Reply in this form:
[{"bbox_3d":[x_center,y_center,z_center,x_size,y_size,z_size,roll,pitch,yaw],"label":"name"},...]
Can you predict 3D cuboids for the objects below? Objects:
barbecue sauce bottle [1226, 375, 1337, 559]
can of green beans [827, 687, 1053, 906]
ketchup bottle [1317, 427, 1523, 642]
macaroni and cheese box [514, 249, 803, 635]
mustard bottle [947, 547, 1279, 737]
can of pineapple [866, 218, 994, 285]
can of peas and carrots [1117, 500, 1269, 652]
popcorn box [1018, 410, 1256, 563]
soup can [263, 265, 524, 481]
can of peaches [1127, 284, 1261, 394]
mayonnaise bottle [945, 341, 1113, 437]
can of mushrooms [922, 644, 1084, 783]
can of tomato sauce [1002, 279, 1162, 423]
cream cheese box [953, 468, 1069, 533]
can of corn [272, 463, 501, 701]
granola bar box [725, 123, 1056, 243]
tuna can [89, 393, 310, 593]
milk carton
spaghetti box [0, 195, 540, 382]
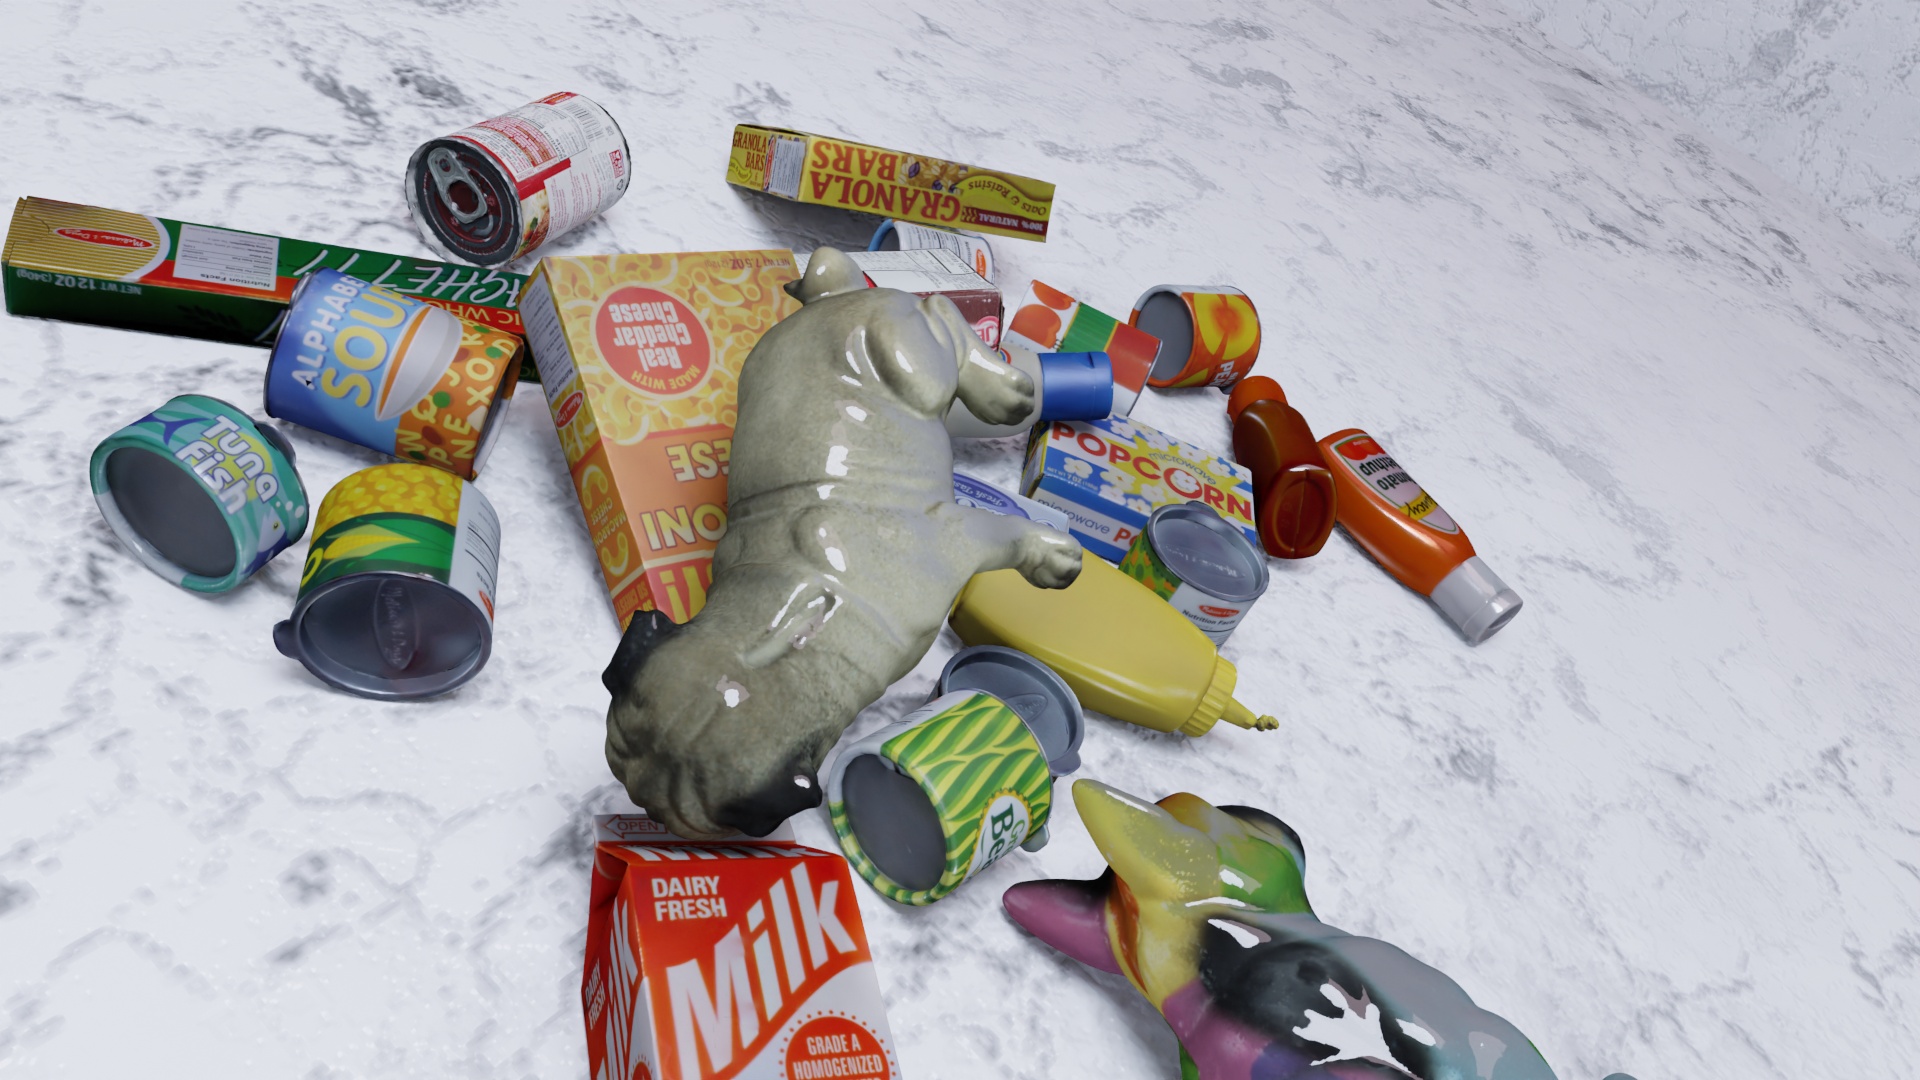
[{"bbox_3d":[0.188,-0.052,0.828,0.044,0.064,0.149,1,31,1],"label":"barbecue sauce bottle"},{"bbox_3d":[-0.008,0.097,0.528,0.058,0.071,0.071,-22,60,-45],"label":"can of green beans"},{"bbox_3d":[0.271,-0.004,0.837,0.065,0.043,0.149,-12,53,-42],"label":"ketchup bottle"},{"bbox_3d":[-0.105,-0.042,0.600,0.124,0.040,0.166,-12,76,-39],"label":"macaroni and cheese box"},{"bbox_3d":[0.075,0.052,0.640,0.160,0.048,0.065,29,65,-4],"label":"mustard bottle"},{"bbox_3d":[-0.021,-0.148,0.805,0.058,0.070,0.071,7,42,-25],"label":"can of pineapple"},{"bbox_3d":[0.110,0.023,0.692,0.071,0.058,0.071,18,38,-14],"label":"can of peas and carrots"},{"bbox_3d":[0.096,-0.025,0.756,0.127,0.038,0.085,22,37,-8],"label":"popcorn box"},{"bbox_3d":[-0.233,-0.069,0.576,0.084,0.071,0.072,19,38,-12],"label":"soup can"},{"bbox_3d":[0.148,-0.128,0.887,0.058,0.071,0.071,-5,48,-36],"label":"can of peaches"},{"bbox_3d":[0.004,-0.080,0.724,0.148,0.041,0.065,-2,38,-7],"label":"mayonnaise bottle"},{"bbox_3d":[0.018,0.081,0.589,0.071,0.033,0.071,18,38,-14],"label":"can of mushrooms"},{"bbox_3d":[0.065,-0.106,0.807,0.083,0.070,0.071,26,37,-2],"label":"can of tomato sauce"},{"bbox_3d":[0.002,-0.009,0.690,0.104,0.024,0.054,22,38,-8],"label":"cream cheese box"},{"bbox_3d":[-0.204,0.015,0.502,0.071,0.070,0.058,10,40,-22],"label":"can of corn"},{"bbox_3d":[-0.044,-0.221,0.853,0.166,0.039,0.124,2,17,-30],"label":"granola bar box"},{"bbox_3d":[-0.269,-0.017,0.494,0.071,0.070,0.033,30,39,2],"label":"tuna can"},{"bbox_3d":[-0.066,0.160,0.413,0.072,0.073,0.191,6,43,-27],"label":"milk carton"},{"bbox_3d":[-0.279,-0.108,0.626,0.250,0.028,0.050,5,43,-27],"label":"spaghetti box"}]
